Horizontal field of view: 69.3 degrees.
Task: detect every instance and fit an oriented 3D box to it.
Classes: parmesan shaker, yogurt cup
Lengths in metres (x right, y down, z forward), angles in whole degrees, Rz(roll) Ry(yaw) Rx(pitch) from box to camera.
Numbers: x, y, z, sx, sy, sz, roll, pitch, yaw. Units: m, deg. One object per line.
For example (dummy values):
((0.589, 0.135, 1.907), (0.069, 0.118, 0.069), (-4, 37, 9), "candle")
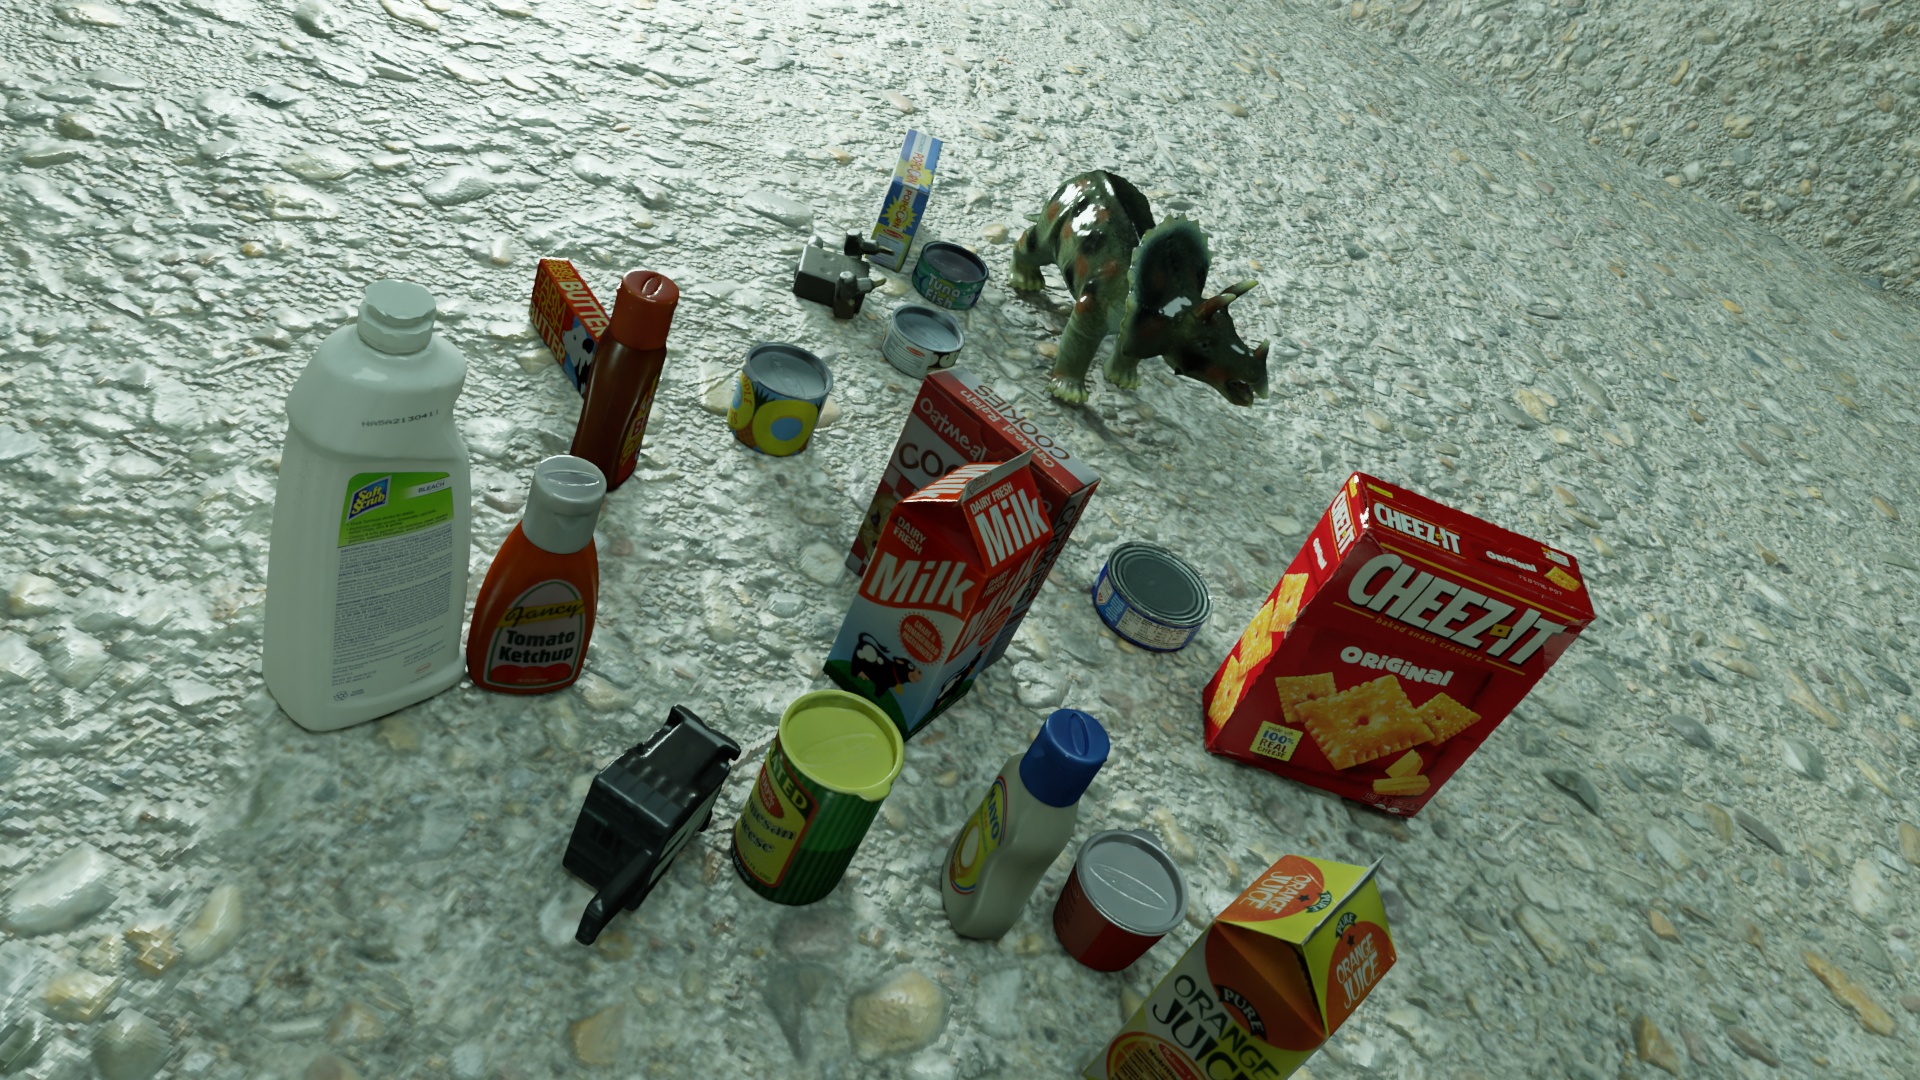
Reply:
((-0.076, 0.139, 0.730), (0.071, 0.102, 0.072), (16, 38, -13), "parmesan shaker")
((0.087, 0.206, 0.786), (0.072, 0.053, 0.073), (16, 38, -13), "yogurt cup")

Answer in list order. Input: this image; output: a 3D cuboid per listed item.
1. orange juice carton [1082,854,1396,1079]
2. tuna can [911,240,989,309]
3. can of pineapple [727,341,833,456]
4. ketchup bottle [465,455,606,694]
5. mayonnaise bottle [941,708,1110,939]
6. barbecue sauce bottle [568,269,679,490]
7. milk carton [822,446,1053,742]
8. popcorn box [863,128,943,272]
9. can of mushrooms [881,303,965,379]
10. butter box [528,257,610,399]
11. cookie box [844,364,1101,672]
((0.143, 0.225, 0.681), (0.073, 0.191, 0.072), (44, 40, 22), "orange juice carton")
((-0.010, -0.243, 1.282), (0.071, 0.032, 0.071), (16, 38, -13), "tuna can")
((-0.135, -0.104, 1.022), (0.071, 0.057, 0.071), (16, 38, -13), "can of pineapple")
((-0.224, 0.020, 0.747), (0.065, 0.148, 0.044), (2, 43, -29), "ketchup bottle")
((0.033, 0.150, 0.744), (0.041, 0.147, 0.065), (13, 39, -17), "mayonnaise bottle")
((-0.217, -0.105, 0.900), (0.044, 0.147, 0.065), (21, 37, -7), "barbecue sauce bottle")
((-0.009, 0.025, 0.833), (0.073, 0.189, 0.073), (39, 39, 17), "milk carton")
((-0.052, -0.322, 1.307), (0.038, 0.084, 0.127), (20, 37, -9), "popcorn box")
((-0.031, -0.169, 1.180), (0.071, 0.033, 0.071), (16, 38, -13), "can of mushrooms")
((-0.278, -0.154, 1.001), (0.024, 0.052, 0.104), (-11, 51, -39), "butter box")
((0.003, -0.011, 0.902), (0.123, 0.166, 0.040), (41, 39, 18), "cookie box")
